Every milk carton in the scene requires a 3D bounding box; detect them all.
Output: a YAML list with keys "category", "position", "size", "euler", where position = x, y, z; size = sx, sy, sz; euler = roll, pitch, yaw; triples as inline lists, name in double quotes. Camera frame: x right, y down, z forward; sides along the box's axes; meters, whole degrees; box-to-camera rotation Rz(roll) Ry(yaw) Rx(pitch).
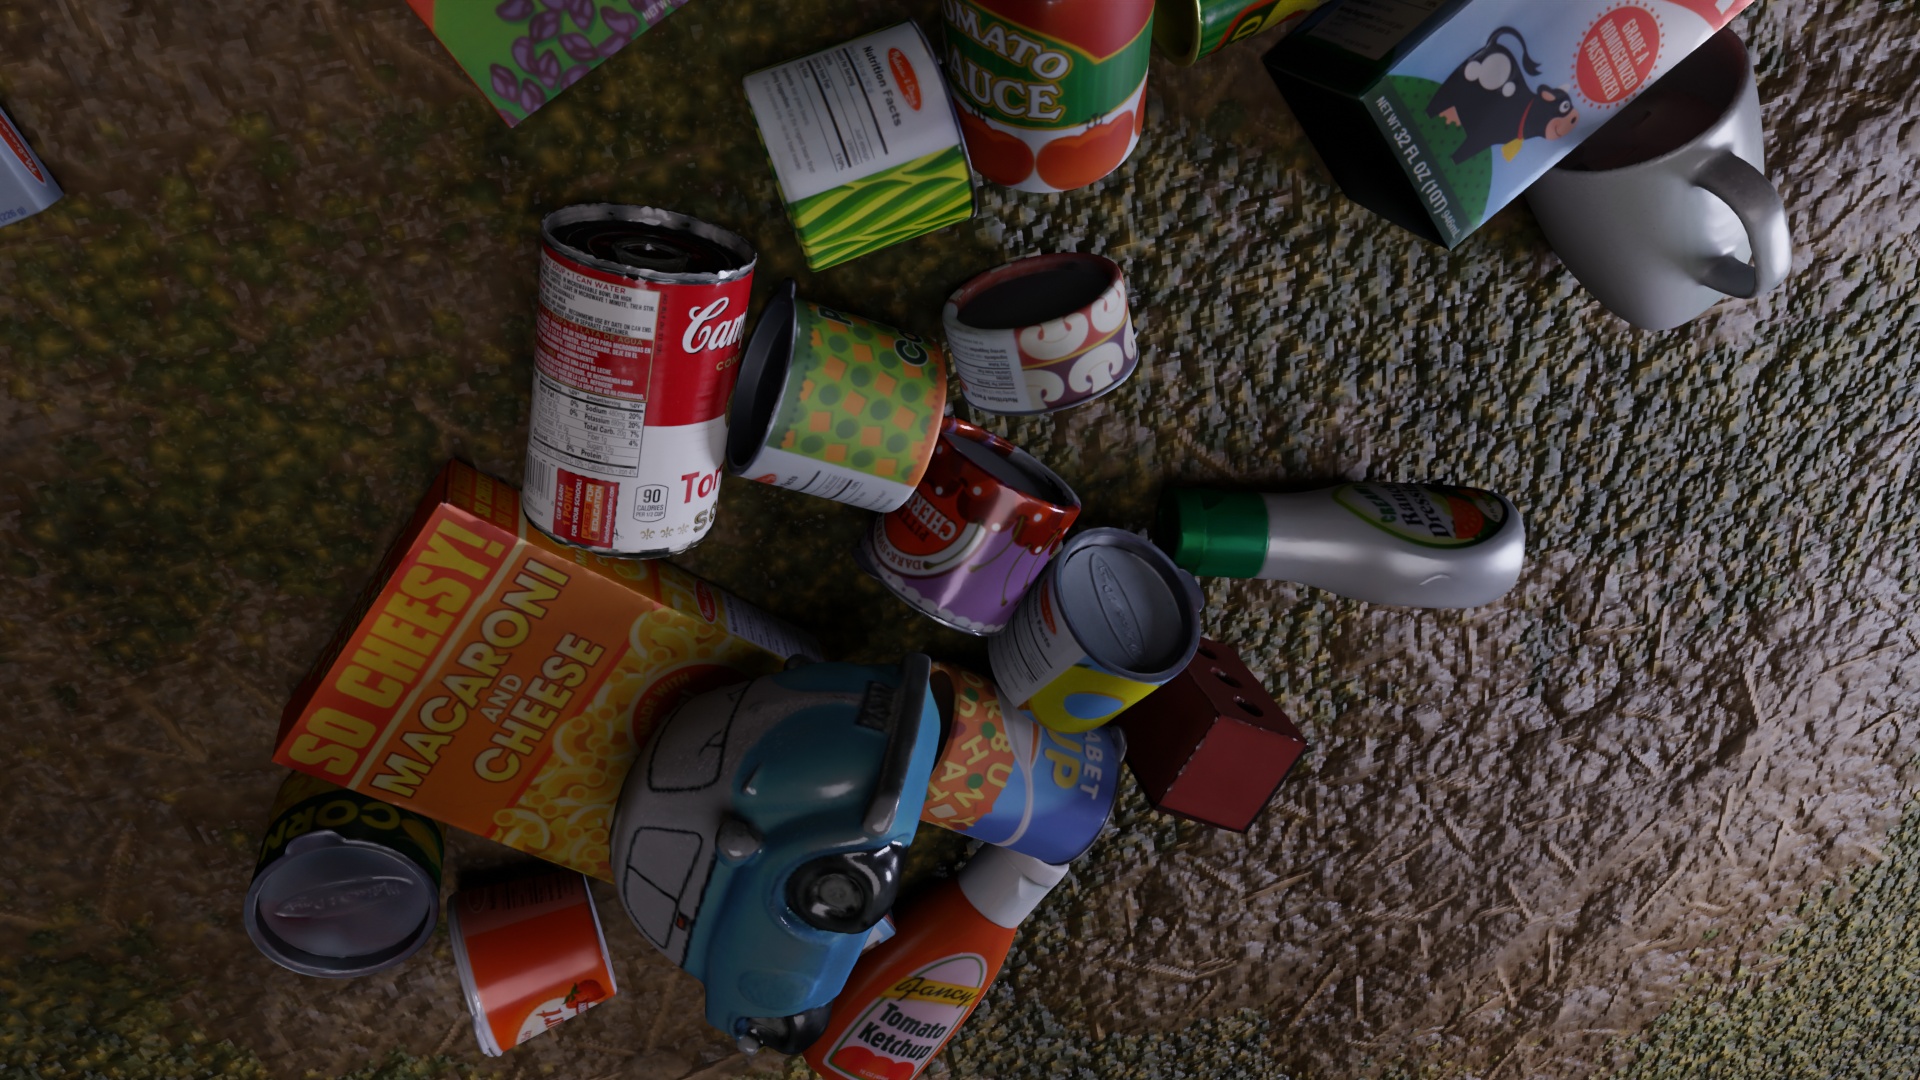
- category: "milk carton"
  position: [0.210, -0.196, 0.478]
  size: [0.190, 0.074, 0.072]
  euler: [-41, 121, 7]

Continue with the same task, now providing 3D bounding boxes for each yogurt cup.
- category: "yogurt cup"
  position: [-0.175, 0.170, 0.573]
  size: [0.054, 0.072, 0.072]
  euler: [-16, 122, -16]

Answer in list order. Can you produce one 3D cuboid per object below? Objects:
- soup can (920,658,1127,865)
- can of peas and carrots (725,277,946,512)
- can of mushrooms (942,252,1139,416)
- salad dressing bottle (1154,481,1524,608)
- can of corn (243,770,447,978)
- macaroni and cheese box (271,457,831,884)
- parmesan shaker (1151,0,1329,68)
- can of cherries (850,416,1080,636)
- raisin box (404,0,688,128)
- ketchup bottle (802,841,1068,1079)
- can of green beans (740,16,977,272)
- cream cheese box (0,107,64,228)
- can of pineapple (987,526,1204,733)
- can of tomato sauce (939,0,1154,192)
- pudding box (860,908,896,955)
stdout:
- category: "soup can"
  position: [0.016, 0.091, 0.583]
  size: [0.084, 0.071, 0.071]
  euler: [24, 109, -26]
- category: "can of peas and carrots"
  position: [-0.044, -0.050, 0.489]
  size: [0.059, 0.071, 0.070]
  euler: [15, 113, -24]
- category: "can of mushrooms"
  position: [0.030, -0.076, 0.497]
  size: [0.071, 0.071, 0.033]
  euler: [-20, 121, -5]
- category: "salad dressing bottle"
  position: [0.157, -0.001, 0.580]
  size: [0.148, 0.064, 0.043]
  euler: [2, 124, -9]
- category: "can of corn"
  position: [-0.232, 0.120, 0.530]
  size: [0.071, 0.058, 0.070]
  euler: [-7, 120, -12]
- category: "macaroni and cheese box"
  position: [-0.151, 0.060, 0.532]
  size: [0.166, 0.040, 0.123]
  euler: [30, 106, -29]
- category: "parmesan shaker"
  position: [0.107, -0.204, 0.444]
  size: [0.103, 0.071, 0.071]
  euler: [-25, 122, -2]
- category: "can of cherries"
  position: [0.002, -0.007, 0.524]
  size: [0.071, 0.072, 0.058]
  euler: [24, 109, -26]
- category: "raisin box"
  position: [-0.136, -0.196, 0.396]
  size: [0.086, 0.040, 0.123]
  euler: [-34, 123, 5]
- category: "ketchup bottle"
  position: [-0.010, 0.191, 0.645]
  size: [0.064, 0.044, 0.148]
  euler: [31, 105, -29]
- category: "can of green beans"
  position: [-0.033, -0.127, 0.449]
  size: [0.058, 0.071, 0.071]
  euler: [-20, 122, -4]
- category: "cream cheese box"
  position: [-0.326, -0.102, 0.400]
  size: [0.104, 0.024, 0.053]
  euler: [-23, 121, -3]
- category: "can of pineapple"
  position: [0.054, 0.037, 0.554]
  size: [0.071, 0.071, 0.057]
  euler: [14, 146, -23]
- category: "can of tomato sauce"
  position: [0.025, -0.158, 0.429]
  size: [0.071, 0.071, 0.082]
  euler: [-18, 154, -6]
- category: "pudding box"
  position: [-0.070, 0.154, 0.614]
  size: [0.049, 0.030, 0.083]
  euler: [-31, 122, 3]
